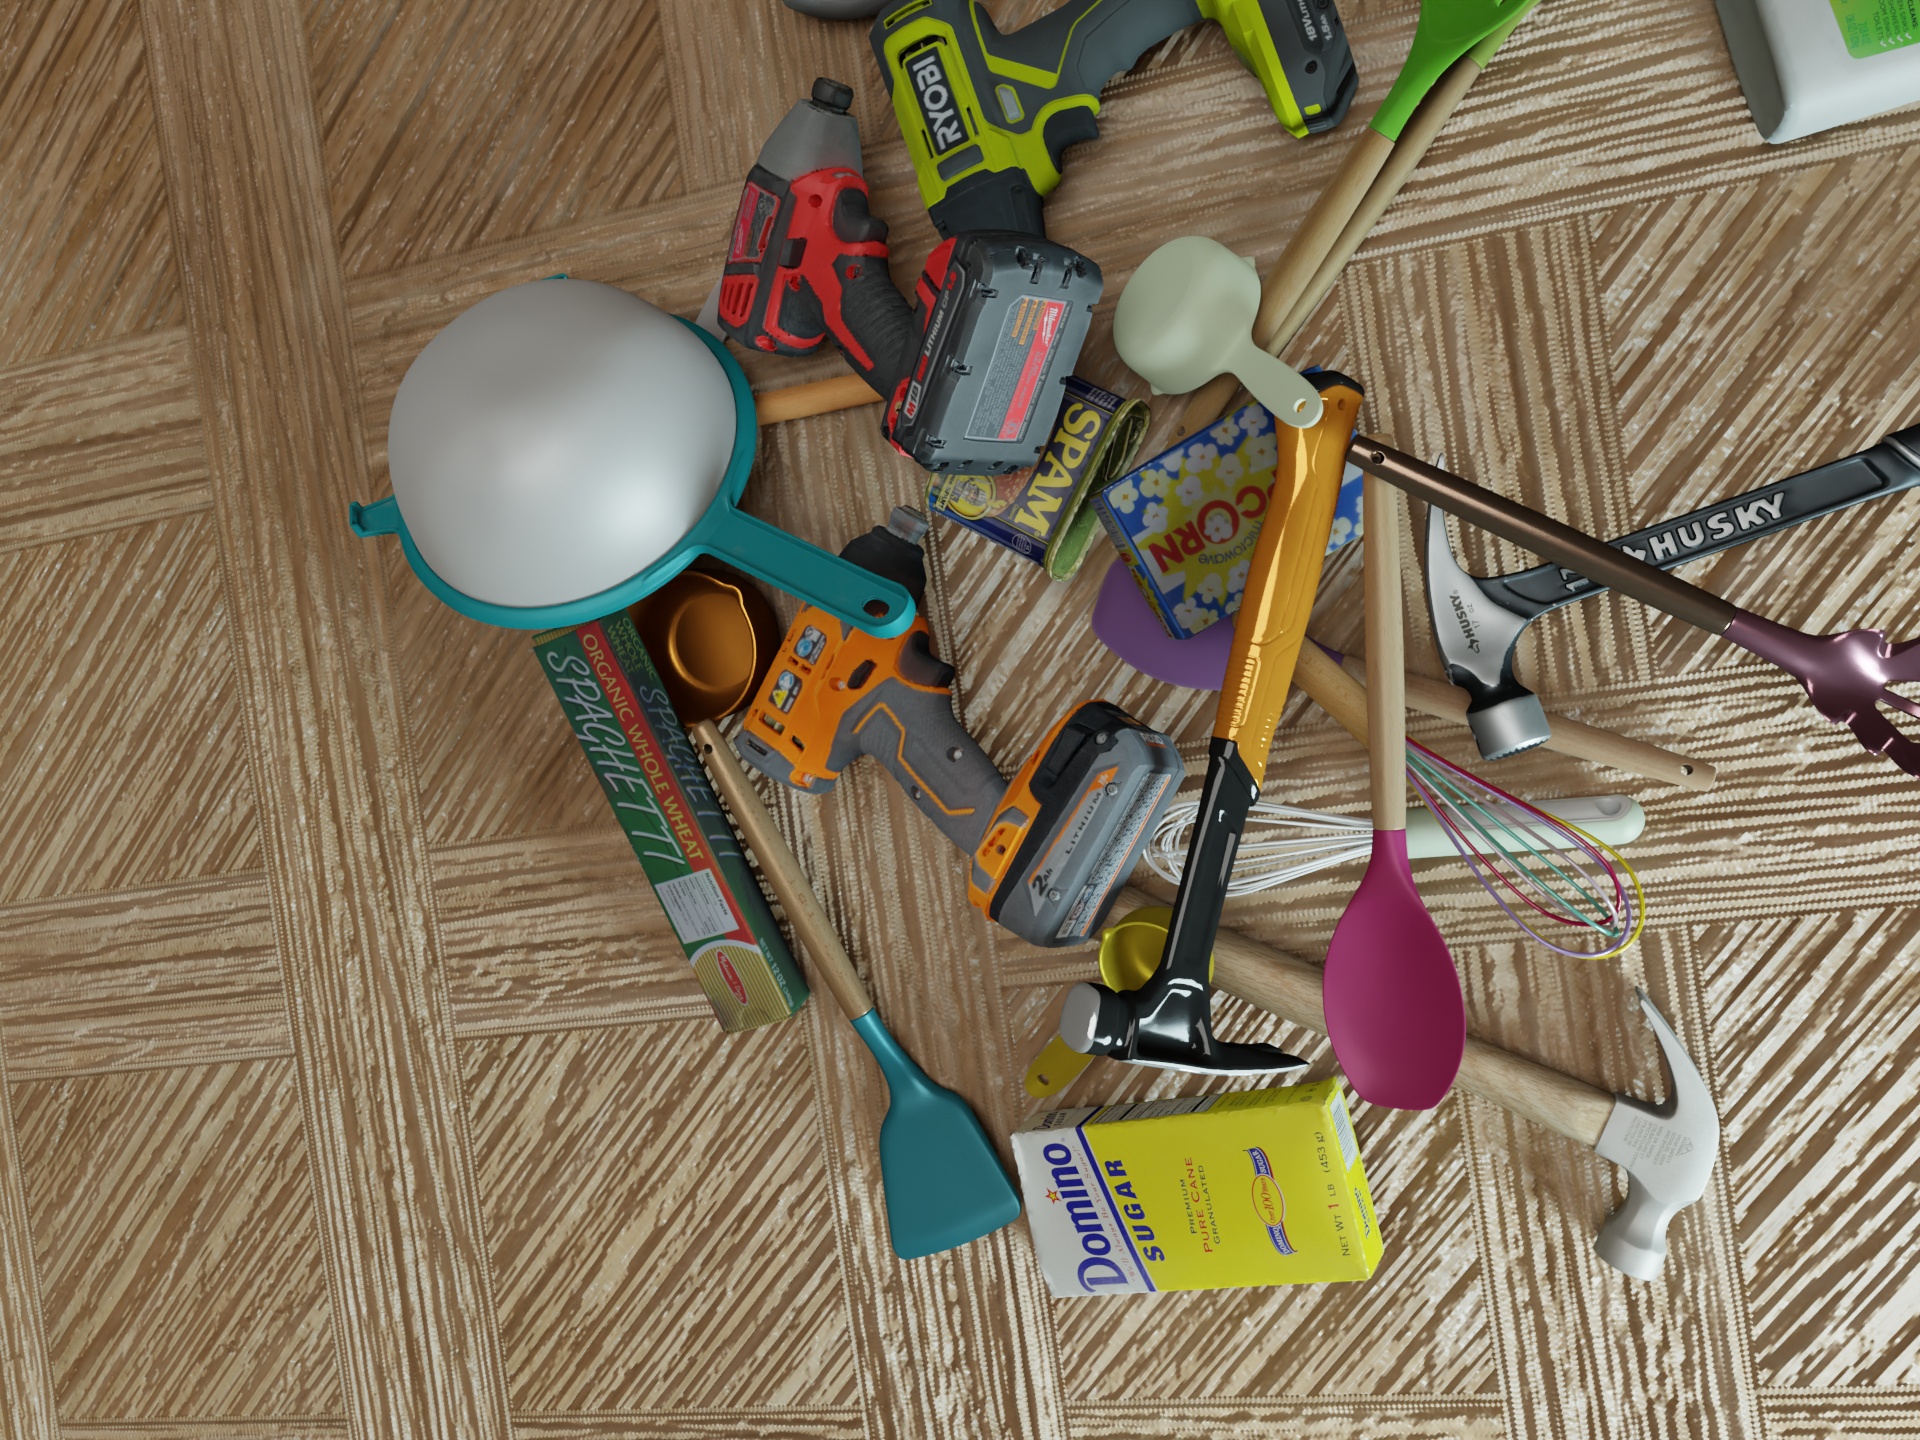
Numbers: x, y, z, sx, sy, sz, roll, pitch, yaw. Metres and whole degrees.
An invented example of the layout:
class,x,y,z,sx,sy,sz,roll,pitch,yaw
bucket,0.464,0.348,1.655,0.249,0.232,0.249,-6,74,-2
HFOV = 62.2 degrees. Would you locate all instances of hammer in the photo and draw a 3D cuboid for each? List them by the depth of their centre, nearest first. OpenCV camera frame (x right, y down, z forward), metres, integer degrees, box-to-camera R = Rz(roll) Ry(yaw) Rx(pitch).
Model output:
class,x,y,z,sx,sy,sz,roll,pitch,yaw
hammer,0.415,-0.117,0.733,0.409,0.036,0.149,-21,80,13
hammer,0.143,0.002,0.756,0.127,0.034,0.337,13,90,-26
hammer,0.215,0.154,0.812,0.331,0.031,0.130,22,99,14

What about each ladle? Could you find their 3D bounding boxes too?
class,x,y,z,sx,sy,sz,roll,pitch,yaw
ladle,0.229,-0.302,0.776,0.078,0.062,0.320,41,105,21

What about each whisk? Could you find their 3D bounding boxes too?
class,x,y,z,sx,sy,sz,roll,pitch,yaw
whisk,0.226,0.020,0.768,0.245,0.051,0.047,46,125,23
whisk,0.214,0.057,0.802,0.246,0.058,0.059,-5,126,12

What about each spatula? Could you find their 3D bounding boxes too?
class,x,y,z,sx,sy,sz,roll,pitch,yaw
spatula,0.218,-0.017,0.809,0.316,0.018,0.060,17,88,15
spatula,-0.069,0.142,0.872,0.082,0.044,0.317,-26,96,20
spatula,-0.133,-0.176,0.892,0.322,0.041,0.081,-9,65,15

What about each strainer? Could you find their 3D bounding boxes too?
class,x,y,z,sx,sy,sz,roll,pitch,yaw
strainer,-0.171,-0.134,0.815,0.340,0.095,0.211,27,73,26

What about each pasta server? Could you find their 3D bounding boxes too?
class,x,y,z,sx,sy,sz,roll,pitch,yaw
pasta server,0.319,-0.056,0.709,0.316,0.040,0.060,26,97,4

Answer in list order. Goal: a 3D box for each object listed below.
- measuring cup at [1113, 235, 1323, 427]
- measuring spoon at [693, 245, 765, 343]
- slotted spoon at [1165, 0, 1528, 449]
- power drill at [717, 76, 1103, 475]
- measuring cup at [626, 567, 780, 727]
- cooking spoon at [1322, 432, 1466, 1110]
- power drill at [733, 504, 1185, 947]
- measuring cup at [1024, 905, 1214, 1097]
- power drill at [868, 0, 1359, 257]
class,x,y,z,sx,sy,sz,roll,pitch,yaw
measuring cup,0.123,-0.183,0.765,0.038,0.168,0.083,26,110,-31
measuring spoon,-0.127,-0.246,0.905,0.034,0.018,0.124,36,108,13
slotted spoon,0.188,-0.261,0.771,0.070,0.031,0.313,51,119,38
power drill,-0.038,-0.225,0.798,0.220,0.078,0.143,41,123,36
measuring cup,-0.173,-0.073,0.899,0.095,0.052,0.174,-45,82,18
cooking spoon,0.202,0.025,0.749,0.069,0.017,0.319,-1,93,34
power drill,-0.001,-0.003,0.828,0.227,0.084,0.164,33,101,27
measuring cup,0.079,0.152,0.839,0.062,0.029,0.156,42,130,8
power drill,0.079,-0.322,0.809,0.223,0.080,0.171,-20,86,20
